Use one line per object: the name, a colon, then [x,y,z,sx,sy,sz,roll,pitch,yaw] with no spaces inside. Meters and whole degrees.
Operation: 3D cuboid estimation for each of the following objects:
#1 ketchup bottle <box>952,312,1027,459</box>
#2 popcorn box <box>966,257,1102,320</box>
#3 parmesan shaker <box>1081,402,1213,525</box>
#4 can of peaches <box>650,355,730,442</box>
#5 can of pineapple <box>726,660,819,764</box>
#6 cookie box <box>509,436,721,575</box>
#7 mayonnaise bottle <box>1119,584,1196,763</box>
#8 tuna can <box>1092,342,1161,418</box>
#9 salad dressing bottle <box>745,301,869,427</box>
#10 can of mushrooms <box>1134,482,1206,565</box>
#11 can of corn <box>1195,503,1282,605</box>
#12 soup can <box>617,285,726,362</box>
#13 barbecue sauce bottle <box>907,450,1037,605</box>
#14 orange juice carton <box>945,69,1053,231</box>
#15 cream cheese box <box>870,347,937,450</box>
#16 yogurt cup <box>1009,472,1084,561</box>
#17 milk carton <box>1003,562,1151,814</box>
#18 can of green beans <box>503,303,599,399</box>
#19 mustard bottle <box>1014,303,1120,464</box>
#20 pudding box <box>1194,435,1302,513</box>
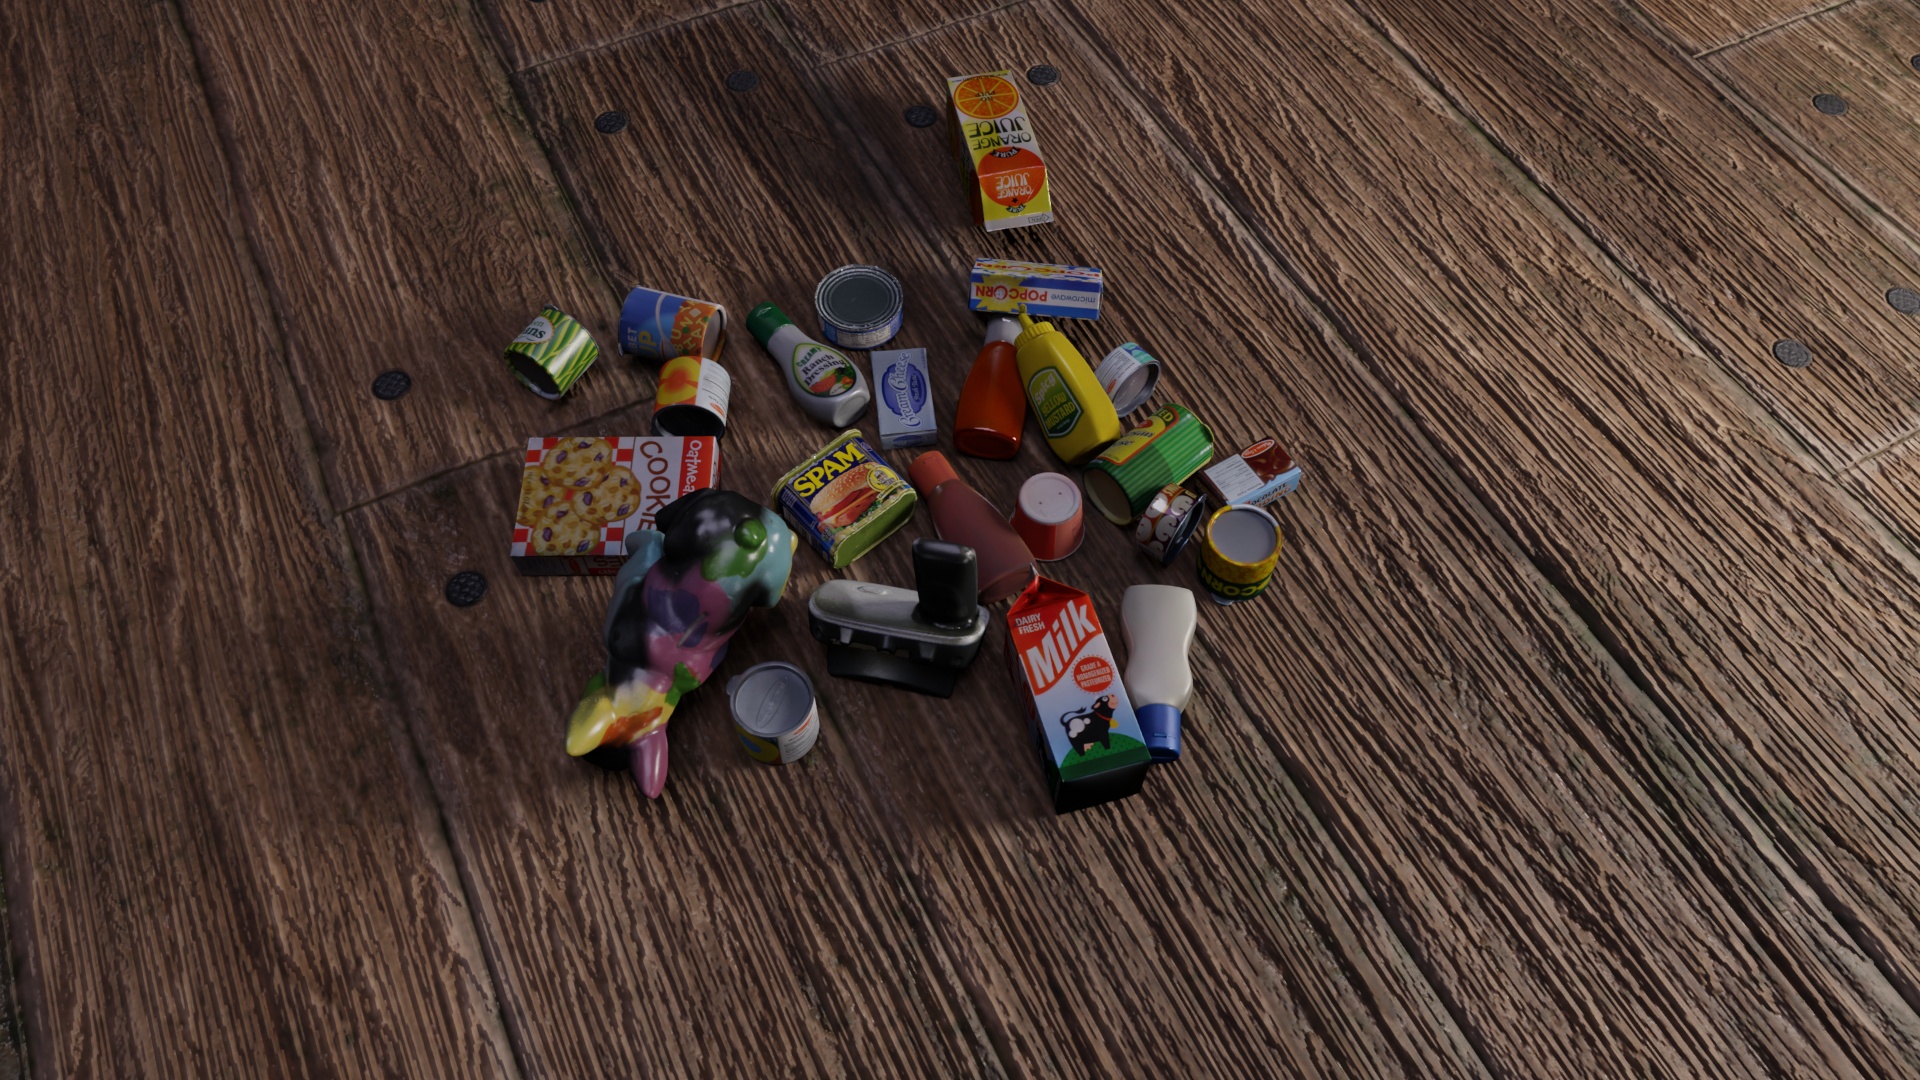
ketchup bottle: [0.034,-0.148,1.302,0.065,0.043,0.149,10,58,-1]
popcorn box: [0.073,-0.243,1.343,0.127,0.038,0.085,5,21,3]
parmesan shaker: [0.167,-0.068,1.237,0.103,0.071,0.071,-37,65,-22]
can of peaches: [-0.248,-0.126,1.272,0.071,0.071,0.058,1,58,0]
can of pineapple: [-0.149,0.137,1.109,0.071,0.057,0.071,0,57,-1]
cookie box: [-0.300,-0.031,1.224,0.167,0.040,0.123,-1,60,-1]
mayonnaise bottle: [0.162,0.109,1.143,0.065,0.041,0.149,3,59,3]
tuna can: [0.154,-0.149,1.294,0.071,0.070,0.033,-36,64,-21]
salad dressing bottle: [-0.147,-0.168,1.313,0.064,0.043,0.148,-35,64,-20]
can of mushrooms: [0.183,-0.017,1.206,0.033,0.070,0.071,32,63,20]
can of corn: [0.238,0.012,1.194,0.071,0.058,0.071,0,57,0]
soup can: [-0.273,-0.198,1.318,0.084,0.071,0.072,14,59,8]
barbecue sauce bottle: [0.004,-0.015,1.218,0.065,0.043,0.149,-26,61,-15]
orange juice carton: [0.039,-0.394,1.443,0.072,0.072,0.193,-10,59,-7]
cream cheese box: [-0.053,-0.135,1.304,0.053,0.024,0.104,-6,58,-4]
yogurt cup: [0.077,-0.023,1.217,0.072,0.053,0.073,0,58,0]
milk carton: [0.084,0.113,1.119,0.073,0.072,0.191,-13,58,-9]
can of green beans: [-0.383,-0.174,1.300,0.071,0.071,0.058,26,61,15]
mustard bottle: [0.087,-0.148,1.273,0.049,0.065,0.160,-10,68,-49]
pudding box: [0.260,-0.054,1.254,0.084,0.030,0.050,-27,61,-17]
